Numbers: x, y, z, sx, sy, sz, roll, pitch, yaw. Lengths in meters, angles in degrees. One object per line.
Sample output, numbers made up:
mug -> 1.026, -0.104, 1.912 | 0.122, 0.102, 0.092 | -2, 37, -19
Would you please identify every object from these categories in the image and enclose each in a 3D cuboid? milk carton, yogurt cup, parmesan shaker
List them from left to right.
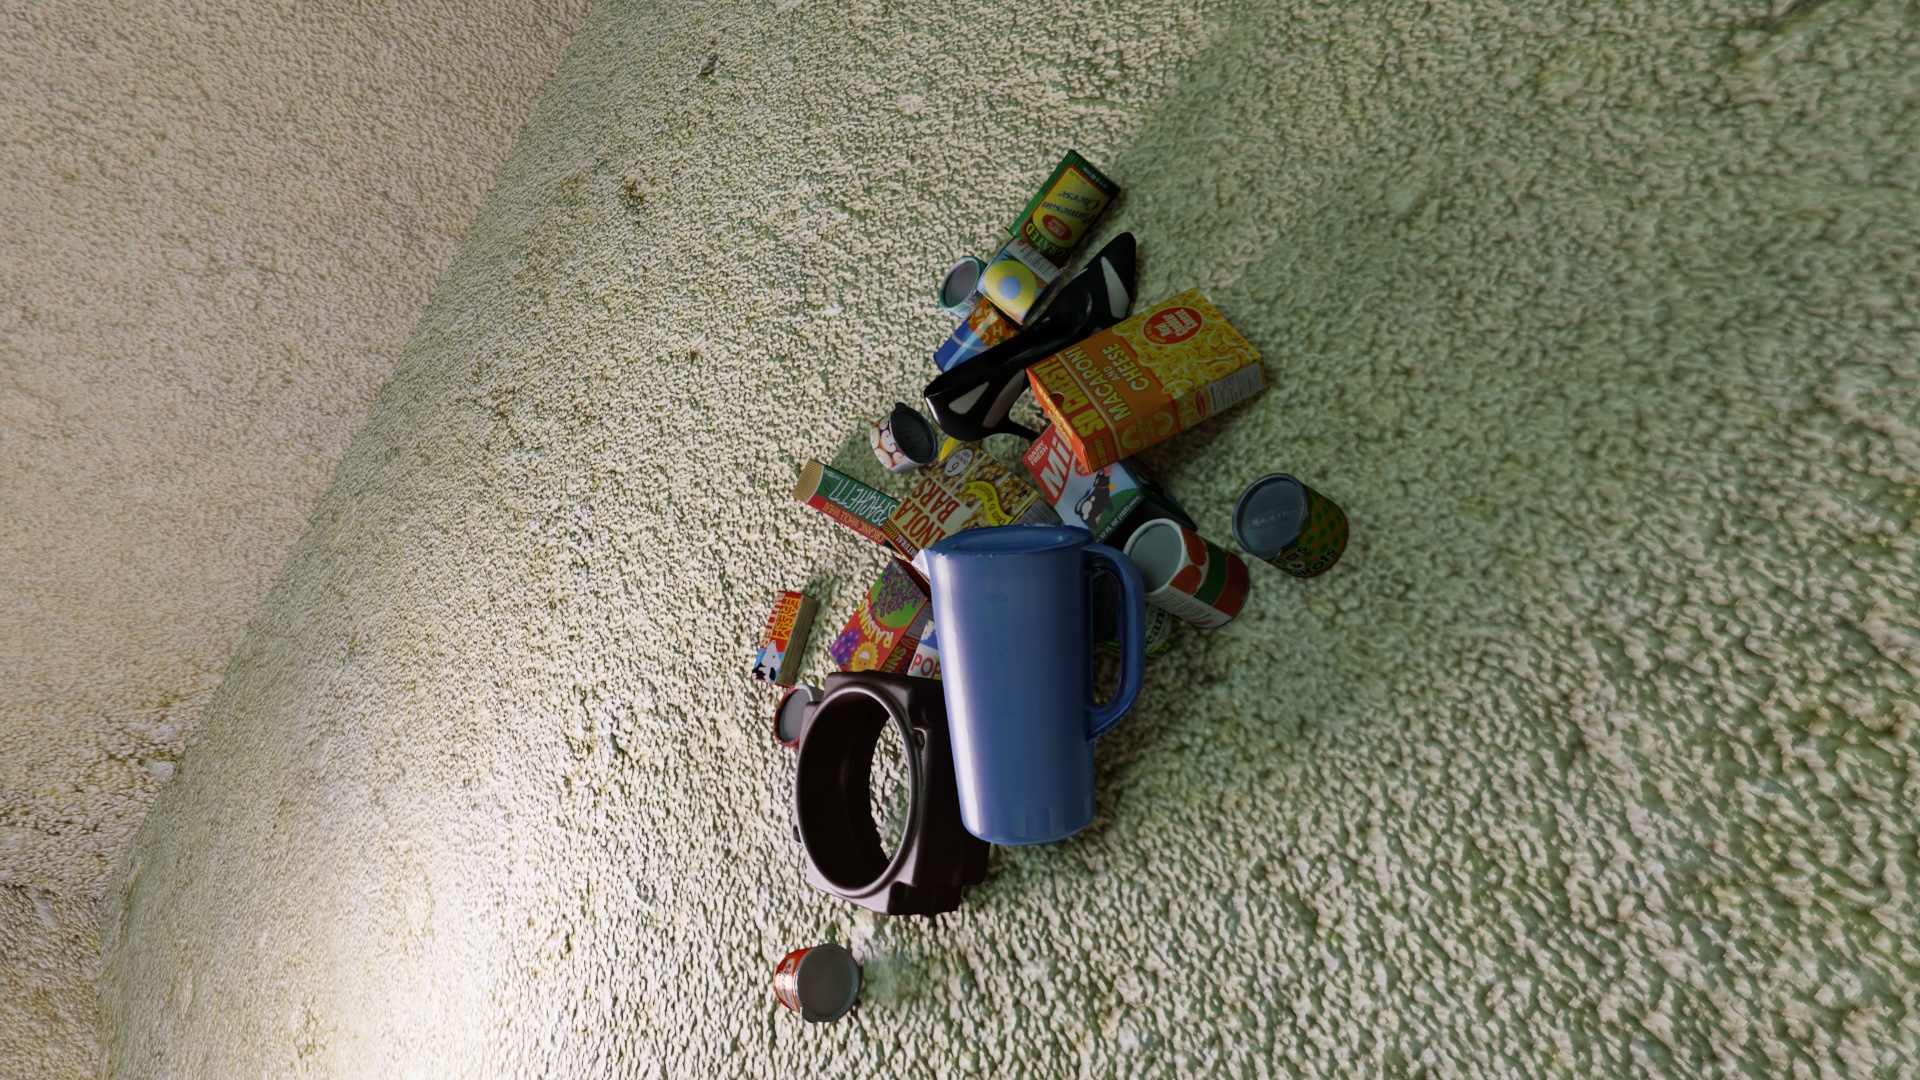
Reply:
yogurt cup -> -0.132, 0.399, 1.256 | 0.054, 0.072, 0.072 | -19, 56, 52
parmesan shaker -> 0.101, -0.331, 1.385 | 0.103, 0.071, 0.071 | -51, 40, 16
milk carton -> 0.119, -0.054, 1.211 | 0.072, 0.073, 0.191 | -50, 40, 17

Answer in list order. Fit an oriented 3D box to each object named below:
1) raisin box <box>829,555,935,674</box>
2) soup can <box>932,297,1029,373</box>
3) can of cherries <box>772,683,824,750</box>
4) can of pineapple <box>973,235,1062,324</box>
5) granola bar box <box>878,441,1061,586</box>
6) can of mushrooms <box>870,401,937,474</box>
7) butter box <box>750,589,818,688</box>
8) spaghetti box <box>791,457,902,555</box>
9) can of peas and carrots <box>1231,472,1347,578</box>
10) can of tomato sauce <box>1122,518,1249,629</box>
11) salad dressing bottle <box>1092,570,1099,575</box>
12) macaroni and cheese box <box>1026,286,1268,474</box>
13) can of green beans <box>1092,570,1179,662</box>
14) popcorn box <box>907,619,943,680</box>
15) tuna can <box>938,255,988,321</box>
raisin box -> -0.070, 0.090, 1.374 | 0.123, 0.040, 0.086 | -56, 40, 12
soup can -> 0.025, -0.194, 1.401 | 0.083, 0.071, 0.071 | -46, 42, 21
can of cherries -> -0.147, 0.184, 1.394 | 0.071, 0.058, 0.072 | -26, 52, 38
can of pineapple -> 0.057, -0.251, 1.351 | 0.071, 0.058, 0.071 | -50, -4, -5
granola bar box -> 0.005, -0.016, 1.264 | 0.124, 0.039, 0.166 | -47, 32, 0
can of mushrooms -> -0.060, -0.106, 1.447 | 0.033, 0.071, 0.071 | -29, 50, 39
butter box -> -0.192, 0.107, 1.515 | 0.053, 0.024, 0.103 | 4, 73, 49
spaghetti box -> -0.114, -0.039, 1.484 | 0.250, 0.028, 0.050 | 26, 92, 58
can of peas and carrots -> 0.249, -0.009, 1.049 | 0.070, 0.058, 0.071 | -25, 53, 39
can of tomato sauce -> 0.176, 0.025, 1.094 | 0.071, 0.083, 0.071 | -25, 53, 39
salad dressing bottle -> 0.090, 0.072, 1.197 | 0.064, 0.044, 0.148 | 2, 71, 46
macaroni and cheese box -> 0.156, -0.139, 1.179 | 0.166, 0.040, 0.124 | -26, 43, -4
can of green beans -> 0.137, 0.061, 1.138 | 0.071, 0.058, 0.071 | -26, 52, 38
popcorn box -> 0.004, 0.128, 1.268 | 0.127, 0.038, 0.085 | 15, 81, 51
tuna can -> 0.011, -0.268, 1.484 | 0.071, 0.033, 0.071 | -26, 51, 38
